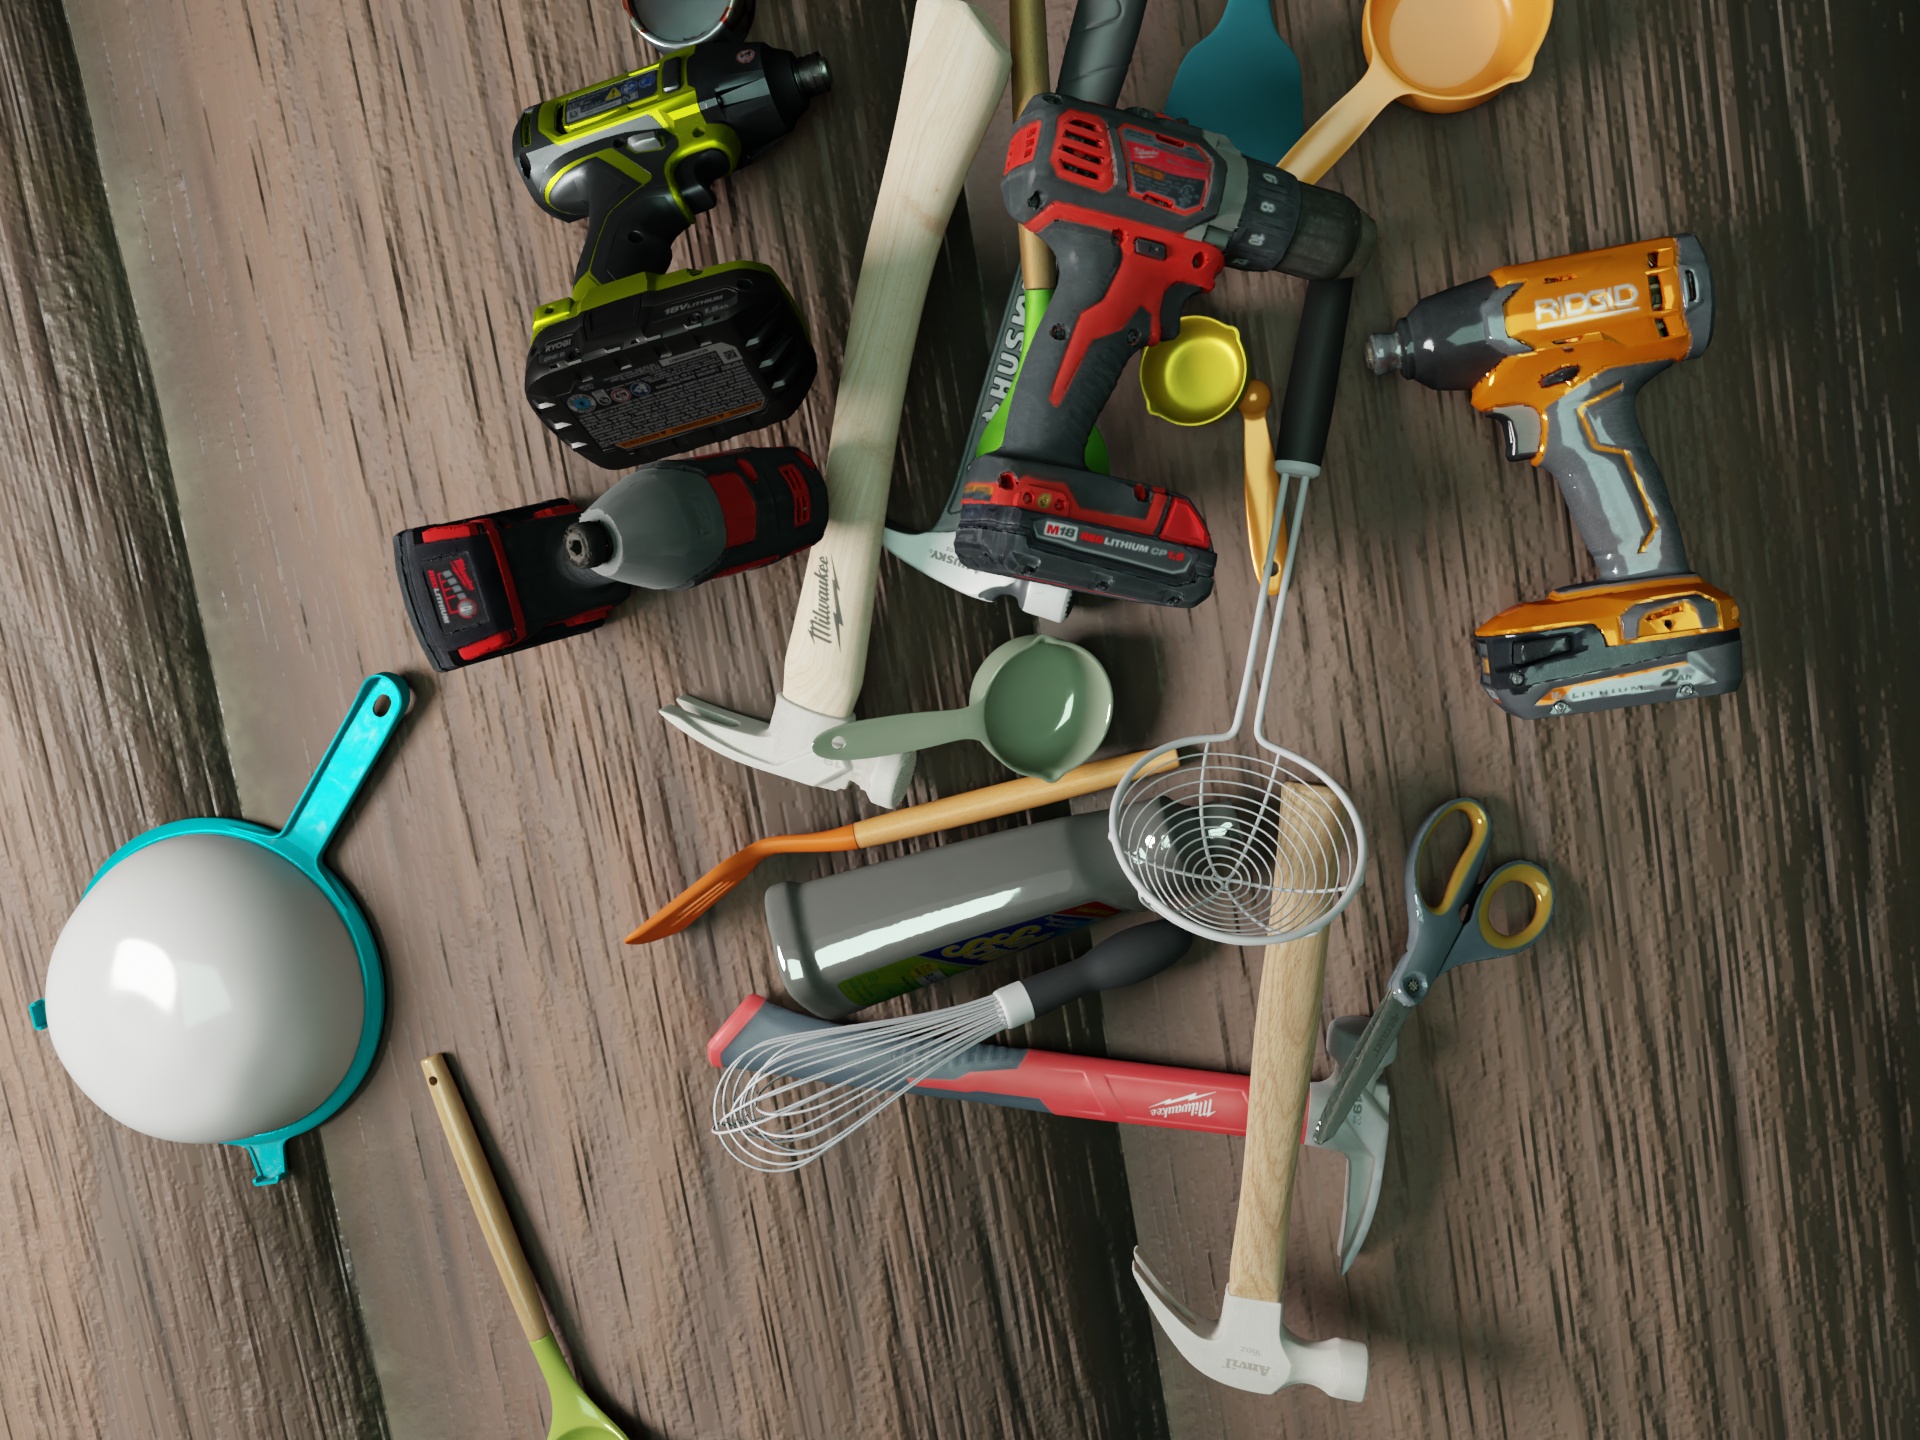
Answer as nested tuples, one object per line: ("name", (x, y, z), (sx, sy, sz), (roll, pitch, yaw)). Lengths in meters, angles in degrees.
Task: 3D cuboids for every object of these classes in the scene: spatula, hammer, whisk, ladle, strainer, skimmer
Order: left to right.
("strainer", (-0.429, 0.118, 0.937), (0.211, 0.095, 0.340), (34, 103, 2))
("ladle", (-0.271, 0.357, 0.971), (0.078, 0.062, 0.320), (-20, 92, 11))
("hammer", (-0.057, -0.158, 0.828), (0.146, 0.038, 0.410), (18, 112, 11))
("spatula", (-0.033, 0.068, 0.896), (0.322, 0.081, 0.041), (-14, 83, 5))
("whisk", (-0.001, 0.167, 0.866), (0.284, 0.070, 0.070), (-20, 96, -13))
("hammer", (0.045, 0.221, 0.912), (0.386, 0.038, 0.143), (5, 101, 8))
("hammer", (0.044, -0.261, 0.814), (0.149, 0.036, 0.408), (19, 109, 7))
("spatula", (0.143, -0.421, 0.766), (0.082, 0.044, 0.317), (4, 110, 4))
("hammer", (0.168, 0.197, 0.851), (0.130, 0.031, 0.331), (6, 95, 8))
("skimmer", (0.161, -0.072, 0.792), (0.127, 0.090, 0.363), (11, 88, 6))

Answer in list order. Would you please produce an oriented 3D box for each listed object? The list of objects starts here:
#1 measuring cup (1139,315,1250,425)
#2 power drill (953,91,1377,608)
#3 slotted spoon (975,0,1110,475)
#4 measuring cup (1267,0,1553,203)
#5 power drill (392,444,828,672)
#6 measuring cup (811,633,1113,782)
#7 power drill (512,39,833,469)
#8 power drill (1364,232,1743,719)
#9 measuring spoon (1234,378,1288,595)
("measuring cup", (0.095, -0.221, 0.849), (0.062, 0.029, 0.156), (-42, 78, 20))
("power drill", (0.098, -0.171, 0.766), (0.187, 0.080, 0.226), (10, 94, -18))
("slotted spoon", (0.036, -0.241, 0.790), (0.070, 0.031, 0.313), (0, 104, 12))
("measuring cup", (0.215, -0.320, 0.800), (0.095, 0.052, 0.173), (45, 104, 0))
("power drill", (-0.186, -0.085, 0.810), (0.220, 0.143, 0.078), (-9, 100, 41))
("measuring cup", (-0.001, -0.003, 0.856), (0.167, 0.038, 0.083), (-9, 106, -15))
("power drill", (-0.142, -0.248, 0.802), (0.171, 0.080, 0.223), (-14, 59, 12))
("power drill", (0.299, -0.118, 0.804), (0.164, 0.084, 0.226), (-8, 93, 10))
("measuring spoon", (0.163, -0.125, 0.856), (0.021, 0.011, 0.117), (-6, 97, 9))
